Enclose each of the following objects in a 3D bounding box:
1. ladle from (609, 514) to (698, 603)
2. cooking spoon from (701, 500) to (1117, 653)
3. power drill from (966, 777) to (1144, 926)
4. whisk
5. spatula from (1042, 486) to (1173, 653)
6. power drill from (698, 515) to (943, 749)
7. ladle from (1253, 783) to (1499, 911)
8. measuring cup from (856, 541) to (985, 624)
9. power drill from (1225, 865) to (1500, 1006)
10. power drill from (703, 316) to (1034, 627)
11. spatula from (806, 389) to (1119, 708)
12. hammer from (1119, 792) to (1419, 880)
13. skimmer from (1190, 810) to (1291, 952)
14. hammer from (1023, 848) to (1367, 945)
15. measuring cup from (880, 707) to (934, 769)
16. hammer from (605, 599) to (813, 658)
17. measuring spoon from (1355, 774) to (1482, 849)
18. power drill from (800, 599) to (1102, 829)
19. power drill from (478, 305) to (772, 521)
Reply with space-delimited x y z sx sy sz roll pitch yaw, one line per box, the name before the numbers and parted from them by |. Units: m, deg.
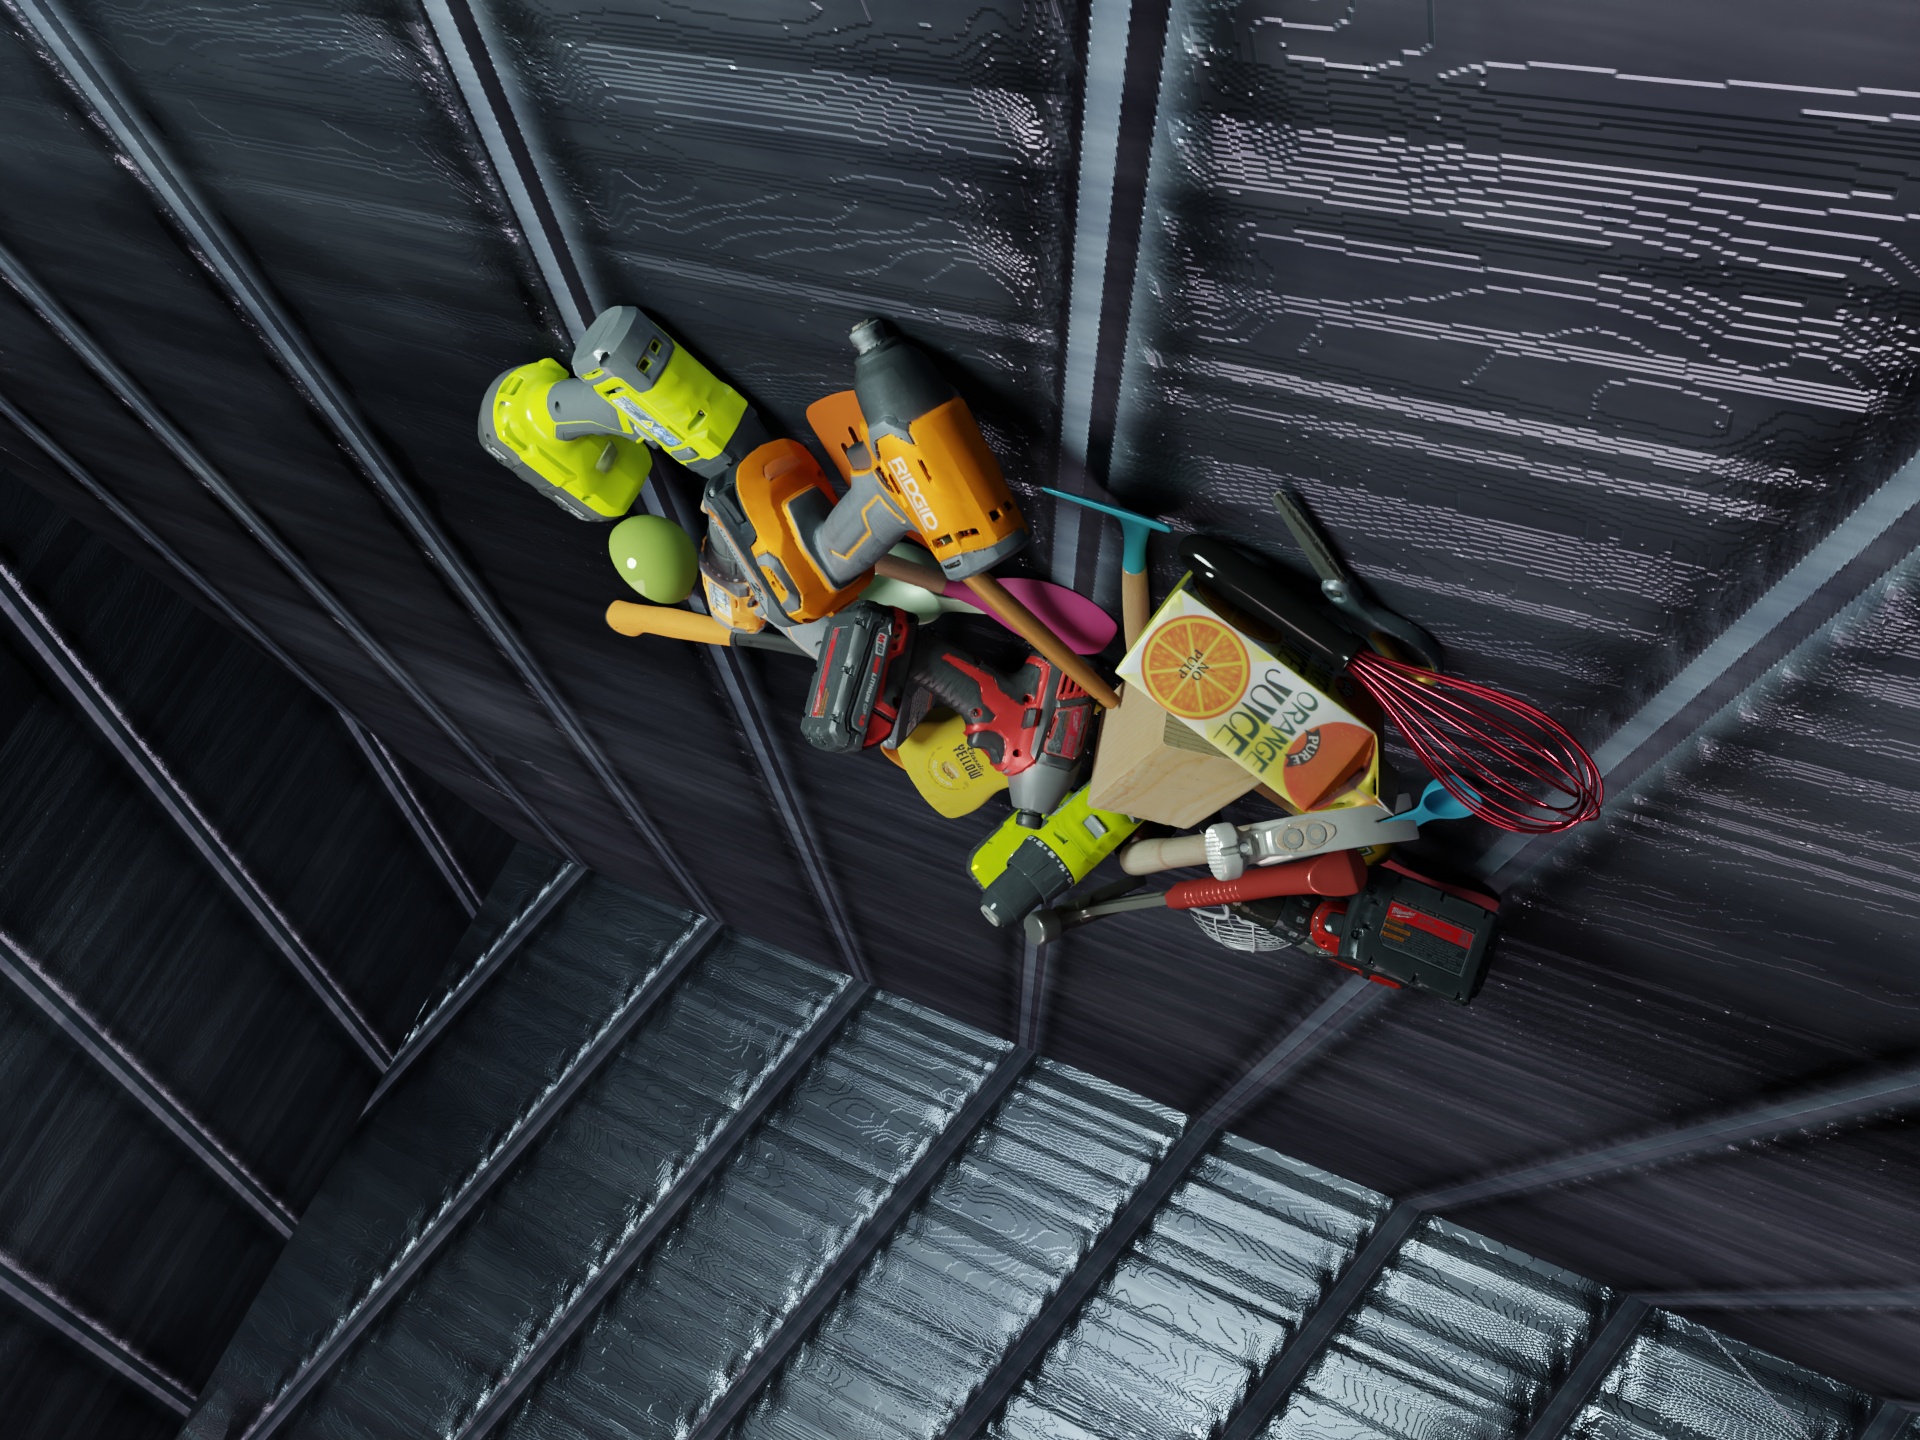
ladle | -0.257 -0.124 1.388 0.078 0.062 0.320 51 173 -2
cooking spoon | -0.036 -0.108 1.168 0.318 0.017 0.068 18 143 -10
power drill | 0.079 0.122 1.484 0.080 0.190 0.228 49 166 -1
whisk | 0.253 -0.027 0.958 0.296 0.073 0.073 37 165 16
spatula | 0.113 -0.085 1.080 0.082 0.044 0.317 20 162 15
power drill | -0.120 -0.089 1.311 0.226 0.084 0.185 36 159 9
ladle | 0.317 0.092 1.328 0.315 0.031 0.069 31 161 -11
measuring cup | -0.004 -0.104 1.219 0.167 0.038 0.083 5 155 13
power drill | 0.330 0.172 1.341 0.188 0.080 0.226 22 172 -2
power drill | -0.069 -0.154 1.019 0.226 0.084 0.164 -14 110 50
spatula | 0.014 -0.110 1.126 0.322 0.041 0.081 40 156 -30
hammer | 0.213 0.099 1.259 0.146 0.038 0.410 -10 175 -9
skimmer | 0.248 0.110 1.466 0.127 0.090 0.362 7 145 25
hammer | 0.210 0.144 1.354 0.149 0.037 0.359 -15 177 -34
measuring cup | -0.013 0.015 1.528 0.095 0.052 0.173 31 160 -14
hammer | -0.244 -0.091 1.575 0.337 0.034 0.127 11 157 40
measuring spoon | 0.332 0.068 1.189 0.042 0.021 0.128 30 142 -25
power drill | -0.002 -0.004 1.224 0.219 0.143 0.078 15 176 -22
power drill | -0.242 -0.212 1.168 0.223 0.080 0.171 0 149 49
